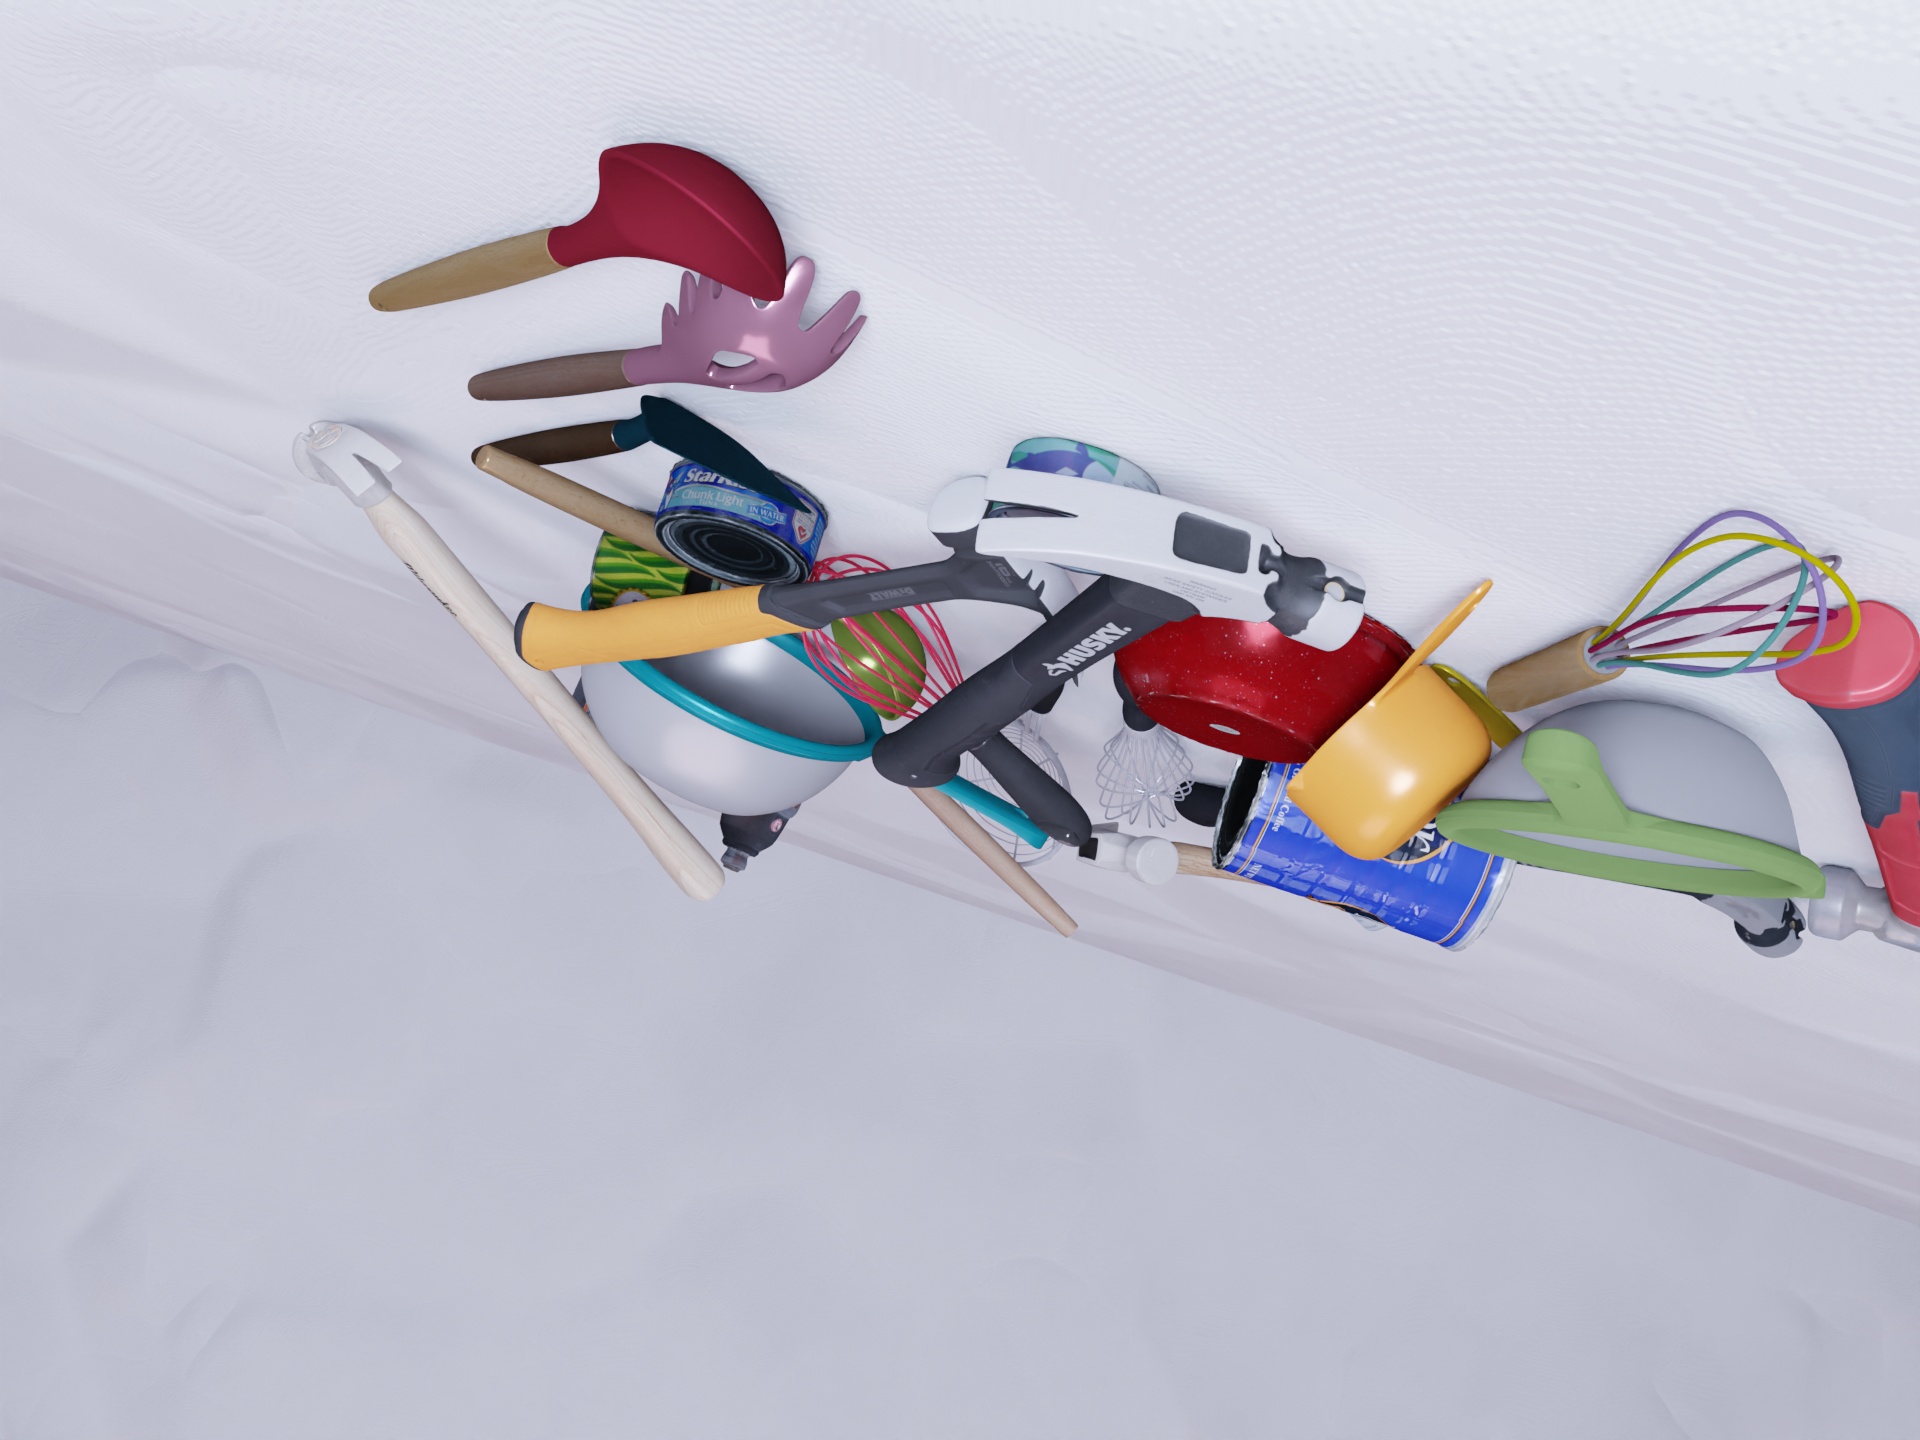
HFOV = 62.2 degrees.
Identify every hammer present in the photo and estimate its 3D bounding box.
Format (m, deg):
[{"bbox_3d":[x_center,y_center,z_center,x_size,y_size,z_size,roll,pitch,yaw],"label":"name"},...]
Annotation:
[{"bbox_3d":[0.306,0.078,1.024,0.409,0.036,0.149,8,163,45],"label":"hammer"},{"bbox_3d":[0.415,0.044,0.664,0.143,0.038,0.385,9,165,37],"label":"hammer"},{"bbox_3d":[0.025,-0.022,0.720,0.146,0.035,0.334,17,159,-17],"label":"hammer"},{"bbox_3d":[0.230,0.107,1.116,0.331,0.031,0.130,10,179,-25],"label":"hammer"},{"bbox_3d":[-0.099,-0.052,0.819,0.337,0.034,0.127,-5,146,32],"label":"hammer"},{"bbox_3d":[-0.273,-0.021,1.038,0.146,0.038,0.410,24,154,53],"label":"hammer"}]

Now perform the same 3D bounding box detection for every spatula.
[{"bbox_3d":[-0.185,-0.132,0.799,0.082,0.044,0.318,20,171,-38],"label":"spatula"},{"bbox_3d":[-0.031,0.043,1.151,0.316,0.018,0.060,45,168,0],"label":"spatula"}]

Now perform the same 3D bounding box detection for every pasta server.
[{"bbox_3d":[-0.145,-0.155,0.674,0.060,0.040,0.316,27,170,-36],"label":"pasta server"}]

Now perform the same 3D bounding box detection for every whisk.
[{"bbox_3d":[0.110,0.010,0.973,0.070,0.070,0.284,17,164,13],"label":"whisk"},{"bbox_3d":[0.252,-0.025,0.592,0.047,0.051,0.245,13,172,-1],"label":"whisk"},{"bbox_3d":[-0.001,-0.003,0.944,0.073,0.073,0.295,8,153,44],"label":"whisk"}]

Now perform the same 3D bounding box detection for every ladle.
[{"bbox_3d":[-0.161,-0.174,0.600,0.315,0.031,0.069,9,155,49],"label":"ladle"},{"bbox_3d":[-0.136,-0.074,0.895,0.319,0.062,0.078,23,-168,-43],"label":"ladle"}]

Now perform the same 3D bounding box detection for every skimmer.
[{"bbox_3d":[0.030,0.021,1.061,0.127,0.090,0.363,42,170,9],"label":"skimmer"}]

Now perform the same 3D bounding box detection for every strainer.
[{"bbox_3d":[-0.107,0.027,1.040,0.340,0.095,0.211,29,-164,-10],"label":"strainer"},{"bbox_3d":[0.258,0.016,0.627,0.151,0.069,0.256,8,170,31],"label":"strainer"}]

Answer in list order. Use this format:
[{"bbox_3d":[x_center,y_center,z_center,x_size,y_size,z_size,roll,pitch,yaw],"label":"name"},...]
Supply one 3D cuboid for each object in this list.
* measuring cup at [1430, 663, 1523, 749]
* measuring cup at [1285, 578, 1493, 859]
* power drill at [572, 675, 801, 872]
[{"bbox_3d":[0.283,0.008,0.773,0.156,0.029,0.062,37,162,-24],"label":"measuring cup"},{"bbox_3d":[0.204,0.003,0.686,0.052,0.095,0.173,49,155,16],"label":"measuring cup"},{"bbox_3d":[-0.194,0.015,1.226,0.084,0.164,0.226,13,166,36],"label":"power drill"}]
